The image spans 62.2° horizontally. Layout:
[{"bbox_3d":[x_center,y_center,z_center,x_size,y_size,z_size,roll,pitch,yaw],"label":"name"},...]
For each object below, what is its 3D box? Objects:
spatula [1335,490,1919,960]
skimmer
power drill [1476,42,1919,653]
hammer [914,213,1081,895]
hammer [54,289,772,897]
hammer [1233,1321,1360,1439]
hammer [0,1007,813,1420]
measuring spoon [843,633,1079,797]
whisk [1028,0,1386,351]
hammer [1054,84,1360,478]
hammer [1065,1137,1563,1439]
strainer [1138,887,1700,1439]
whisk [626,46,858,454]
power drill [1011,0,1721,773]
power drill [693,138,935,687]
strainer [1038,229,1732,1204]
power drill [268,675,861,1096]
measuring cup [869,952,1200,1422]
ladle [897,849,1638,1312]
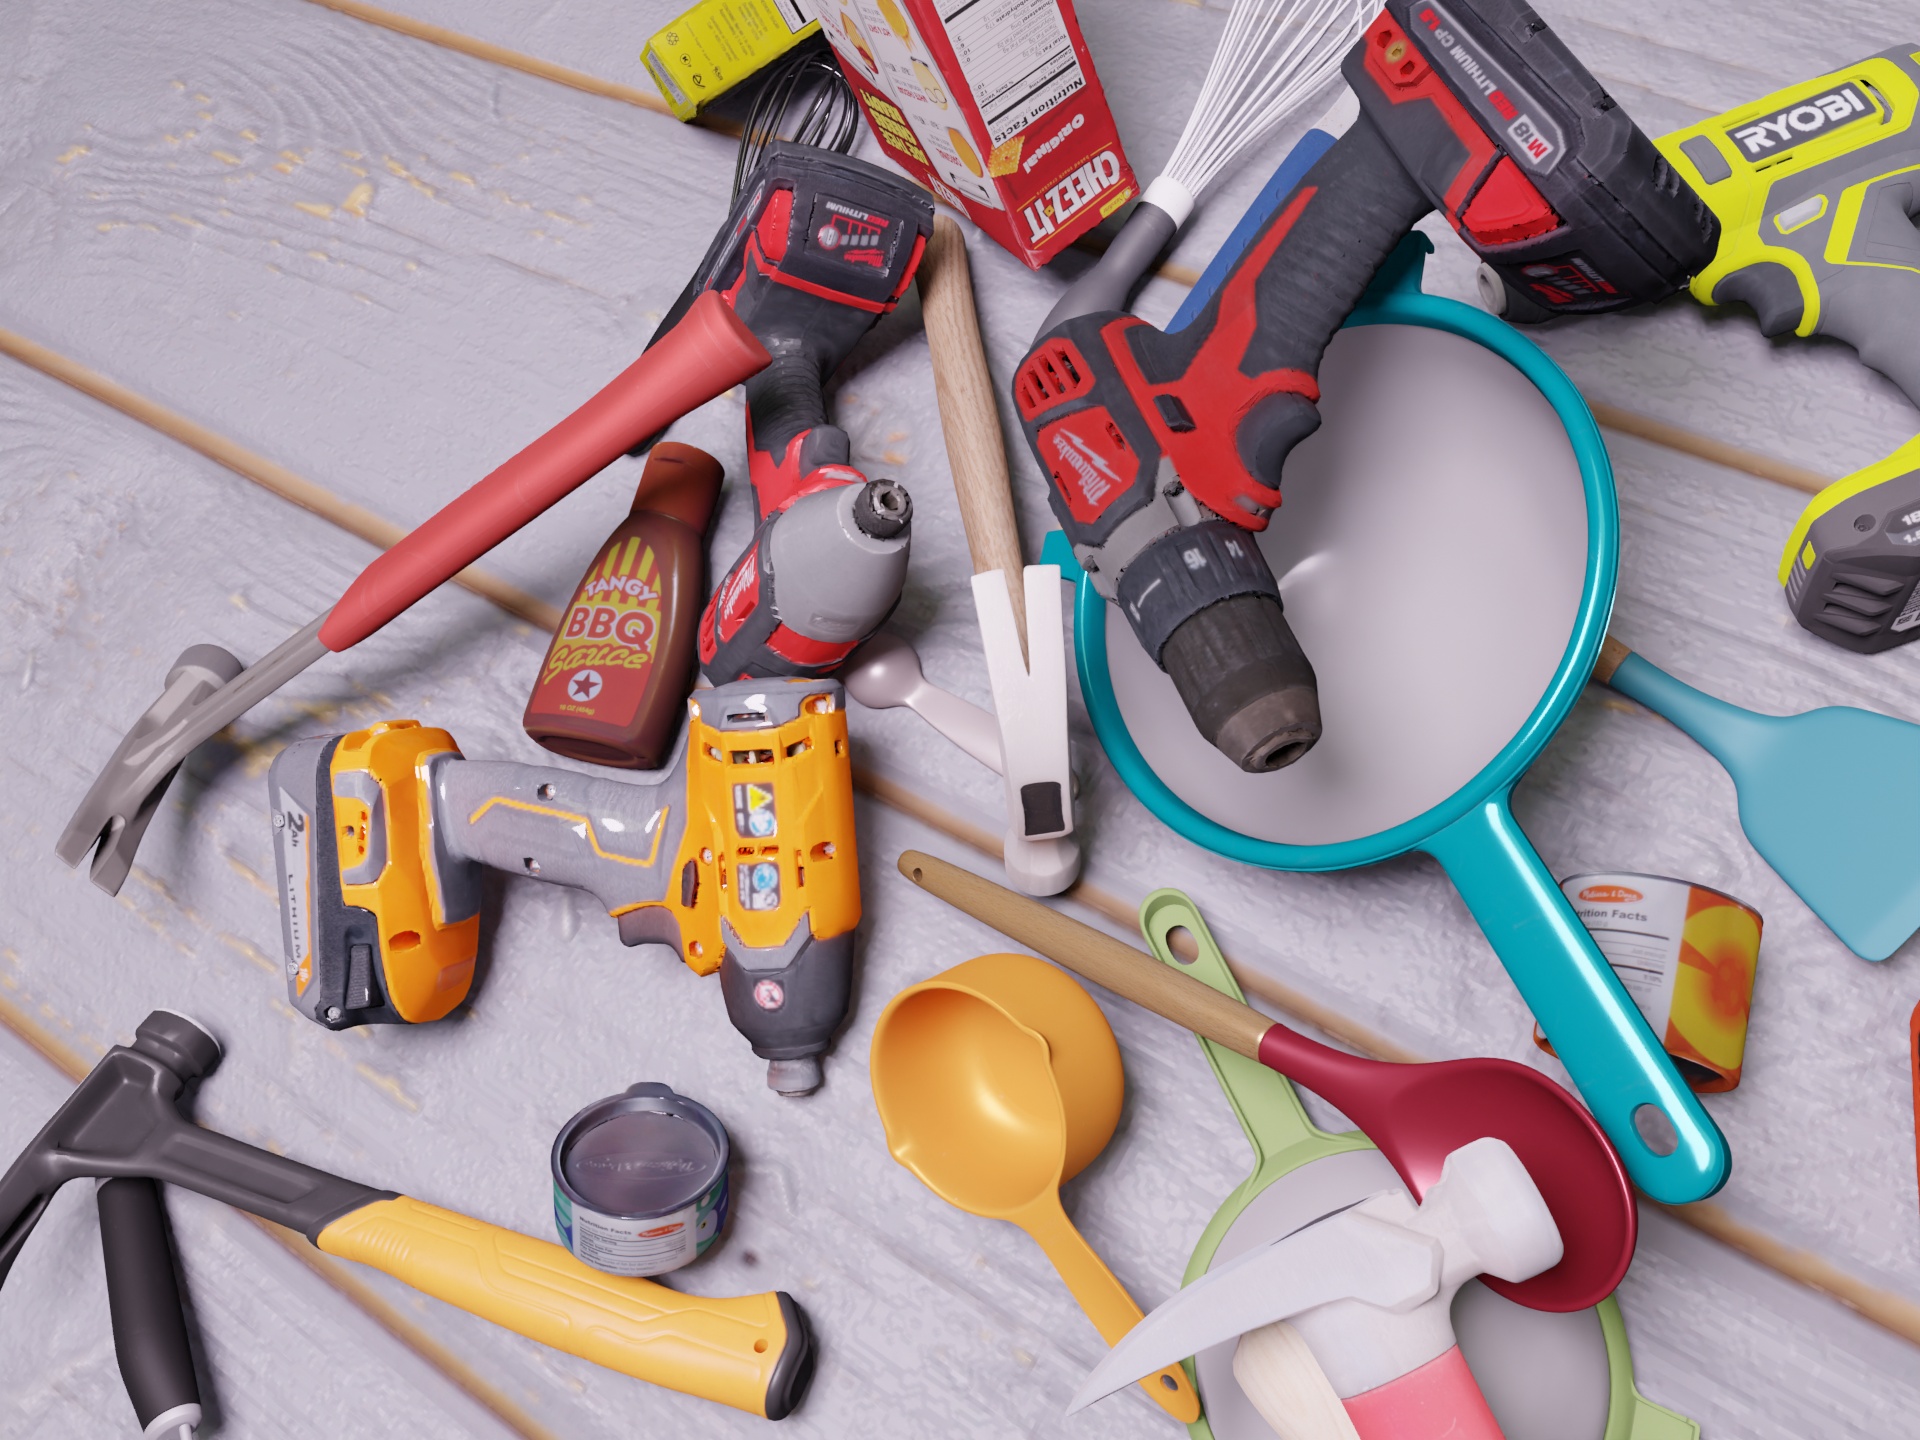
[{"bbox_3d":[0.231,-0.037,0.612,0.318,0.044,0.082,39,108,27],"label":"spatula"},{"bbox_3d":[-0.263,0.324,0.596,0.127,0.090,0.364,-37,53,0],"label":"skimmer"},{"bbox_3d":[0.330,-0.146,0.617,0.190,0.080,0.229,-21,61,5],"label":"power drill"},{"bbox_3d":[0.009,-0.100,0.667,0.031,0.130,0.332,-8,55,-1],"label":"hammer"},{"bbox_3d":[-0.230,-0.060,0.666,0.359,0.036,0.149,-31,32,18],"label":"hammer"},{"bbox_3d":[0.212,0.322,0.422,0.146,0.038,0.411,-32,74,1],"label":"hammer"},{"bbox_3d":[-0.217,0.207,0.614,0.337,0.034,0.127,12,46,16],"label":"hammer"},{"bbox_3d":[-0.001,-0.002,0.673,0.124,0.018,0.034,32,78,24],"label":"measuring spoon"},{"bbox_3d":[0.113,-0.265,0.738,0.070,0.070,0.284,32,83,25],"label":"whisk"},{"bbox_3d":[0.176,-0.259,0.704,0.144,0.035,0.405,36,86,-16],"label":"hammer"},{"bbox_3d":[0.169,0.313,0.393,0.143,0.038,0.386,-27,74,3],"label":"hammer"},{"bbox_3d":[0.121,0.163,0.540,0.151,0.069,0.257,-27,65,2],"label":"strainer"},{"bbox_3d":[-0.114,-0.236,0.792,0.055,0.055,0.239,22,79,22],"label":"whisk"},{"bbox_3d":[0.126,-0.110,0.524,0.226,0.080,0.188,-41,55,30],"label":"power drill"},{"bbox_3d":[-0.062,-0.127,0.678,0.078,0.143,0.220,10,63,-26],"label":"power drill"},{"bbox_3d":[0.175,0.007,0.565,0.211,0.095,0.341,-40,57,27],"label":"strainer"},{"bbox_3d":[-0.150,0.071,0.637,0.226,0.084,0.164,-4,92,10],"label":"power drill"},{"bbox_3d":[0.041,0.161,0.567,0.174,0.052,0.095,53,128,12],"label":"measuring cup"},{"bbox_3d":[0.085,0.103,0.552,0.316,0.031,0.069,22,106,42],"label":"ladle"}]
